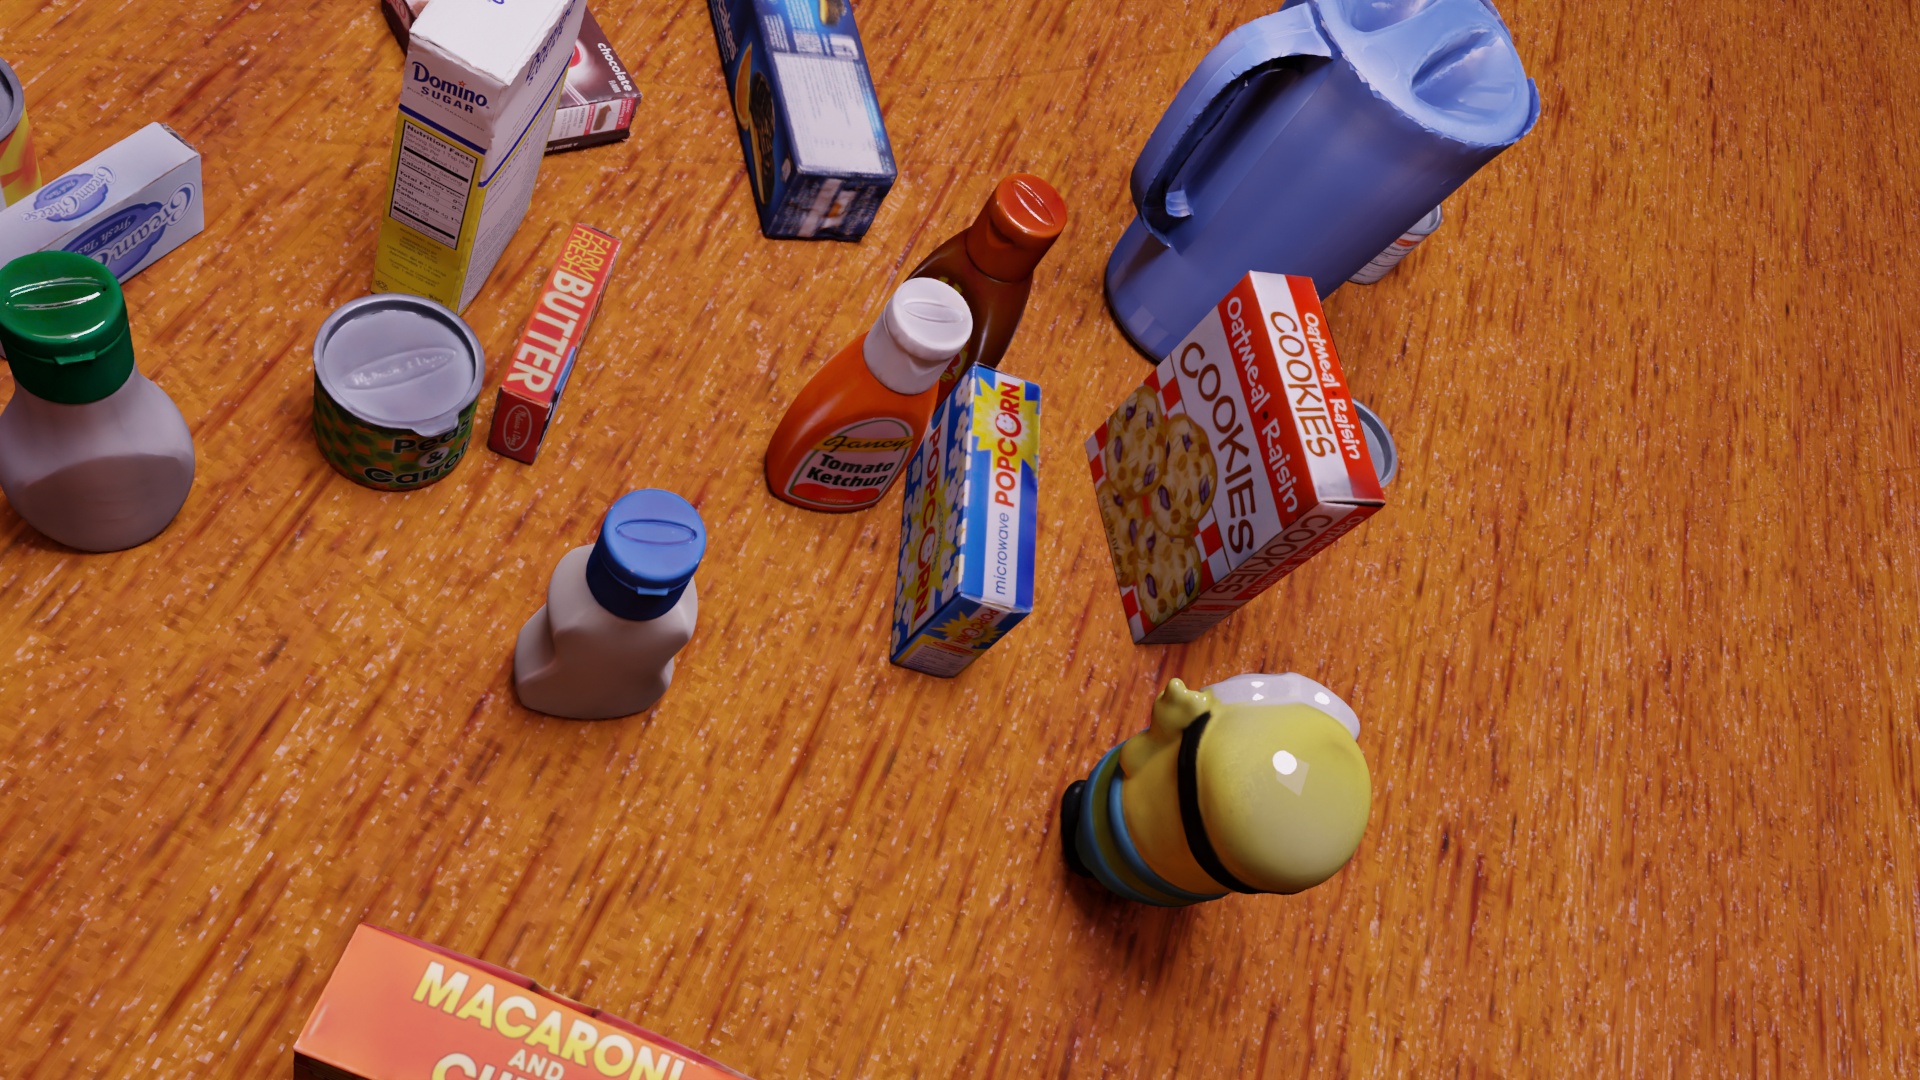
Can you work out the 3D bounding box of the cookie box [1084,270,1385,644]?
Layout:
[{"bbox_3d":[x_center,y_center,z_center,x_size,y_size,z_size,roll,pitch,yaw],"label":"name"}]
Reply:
[{"bbox_3d":[0.129,-0.036,0.691,0.040,0.166,0.123,1,64,-25],"label":"cookie box"}]

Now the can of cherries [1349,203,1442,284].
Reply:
[{"bbox_3d":[0.274,-0.216,0.924,0.071,0.058,0.072,11,60,-20],"label":"can of cherries"}]

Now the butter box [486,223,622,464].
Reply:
[{"bbox_3d":[-0.187,-0.092,0.639,0.024,0.053,0.104,21,57,-14],"label":"butter box"}]

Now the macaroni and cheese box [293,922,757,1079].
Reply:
[{"bbox_3d":[-0.146,0.177,0.445,0.124,0.165,0.040,27,56,-11],"label":"macaroni and cheese box"}]

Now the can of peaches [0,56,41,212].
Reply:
[{"bbox_3d":[-0.416,-0.165,0.566,0.071,0.057,0.071,11,60,-20],"label":"can of peaches"}]

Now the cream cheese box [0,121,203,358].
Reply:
[{"bbox_3d":[-0.362,-0.125,0.573,0.024,0.053,0.104,38,54,-3],"label":"cream cheese box"}]

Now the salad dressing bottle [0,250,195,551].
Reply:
[{"bbox_3d":[-0.312,-0.046,0.497,0.064,0.147,0.044,-17,73,-32],"label":"salad dressing bottle"}]

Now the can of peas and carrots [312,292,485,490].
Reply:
[{"bbox_3d":[-0.240,-0.061,0.594,0.071,0.058,0.071,11,60,-20],"label":"can of peas and carrots"}]

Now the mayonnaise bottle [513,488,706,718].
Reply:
[{"bbox_3d":[-0.134,0.028,0.542,0.065,0.147,0.041,4,63,-24],"label":"mayonnaise bottle"}]

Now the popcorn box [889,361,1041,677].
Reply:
[{"bbox_3d":[0.002,-0.008,0.666,0.038,0.085,0.127,15,59,-18],"label":"popcorn box"}]

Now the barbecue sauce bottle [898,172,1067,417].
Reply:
[{"bbox_3d":[0.005,-0.121,0.689,0.044,0.148,0.065,-37,84,-35],"label":"barbecue sauce bottle"}]

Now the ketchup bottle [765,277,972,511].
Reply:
[{"bbox_3d":[-0.040,-0.064,0.636,0.065,0.148,0.044,4,63,-24],"label":"ketchup bottle"}]

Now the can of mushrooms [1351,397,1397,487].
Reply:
[{"bbox_3d":[0.220,-0.052,0.825,0.071,0.033,0.071,11,60,-20],"label":"can of mushrooms"}]
